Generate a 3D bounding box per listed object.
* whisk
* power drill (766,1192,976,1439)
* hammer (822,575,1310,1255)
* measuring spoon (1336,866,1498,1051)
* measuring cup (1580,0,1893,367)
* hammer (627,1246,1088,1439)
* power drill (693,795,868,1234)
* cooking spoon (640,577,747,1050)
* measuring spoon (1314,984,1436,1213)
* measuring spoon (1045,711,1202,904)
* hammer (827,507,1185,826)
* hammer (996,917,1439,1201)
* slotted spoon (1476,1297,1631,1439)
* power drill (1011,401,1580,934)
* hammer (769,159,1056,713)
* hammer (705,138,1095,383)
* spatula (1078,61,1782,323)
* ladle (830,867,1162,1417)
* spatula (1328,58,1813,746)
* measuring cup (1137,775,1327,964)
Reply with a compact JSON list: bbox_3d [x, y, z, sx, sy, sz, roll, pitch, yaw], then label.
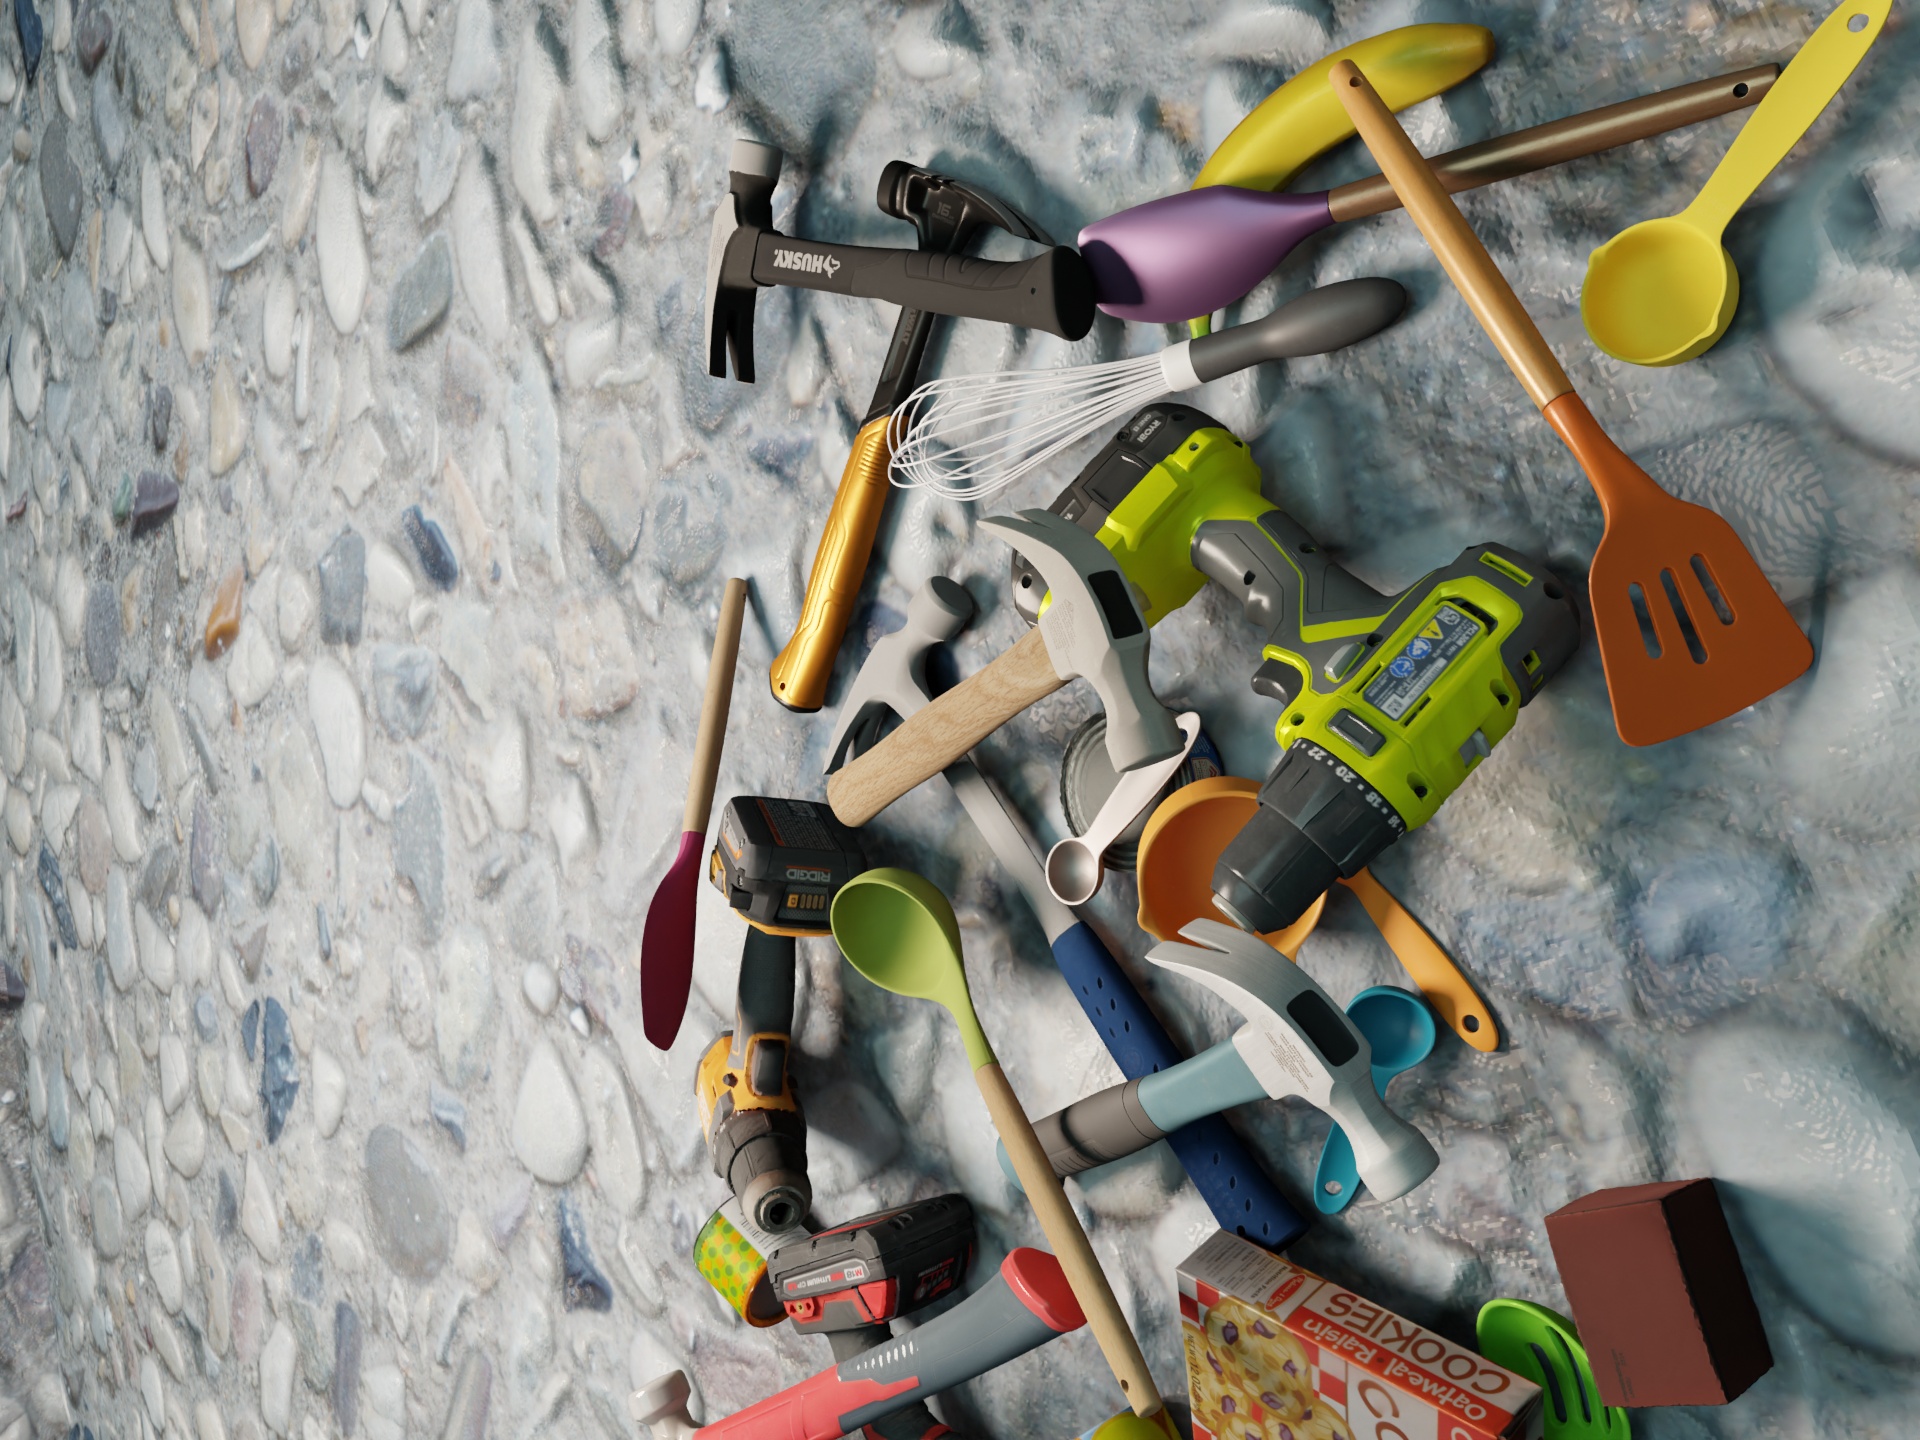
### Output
[{"bbox_3d":[0.083,-0.169,0.796,0.284,0.070,0.070,-13,82,30],"label":"whisk"},{"bbox_3d":[-0.010,0.396,0.909,0.188,0.080,0.227,-28,75,41],"label":"power drill"},{"bbox_3d":[0.050,0.112,0.868,0.144,0.035,0.406,-52,58,31],"label":"hammer"},{"bbox_3d":[0.206,0.104,0.733,0.021,0.011,0.117,-53,57,31],"label":"measuring spoon"},{"bbox_3d":[0.307,-0.208,0.619,0.062,0.029,0.156,49,118,32],"label":"measuring cup"},{"bbox_3d":[-0.055,0.387,0.875,0.386,0.038,0.143,-40,71,38],"label":"hammer"},{"bbox_3d":[-0.112,0.177,0.957,0.185,0.084,0.226,-137,55,-69],"label":"power drill"},{"bbox_3d":[-0.163,0.048,1.001,0.017,0.068,0.319,-2,63,15],"label":"cooking spoon"},{"bbox_3d":[0.190,0.177,0.750,0.042,0.021,0.128,16,114,11],"label":"measuring spoon"},{"bbox_3d":[0.086,0.044,0.801,0.124,0.018,0.034,-54,55,22],"label":"measuring spoon"},{"bbox_3d":[-0.001,-0.003,0.790,0.331,0.031,0.130,-35,71,61],"label":"hammer"},{"bbox_3d":[0.089,0.185,0.751,0.128,0.033,0.331,56,151,10],"label":"hammer"},{"bbox_3d":[0.282,0.395,0.659,0.070,0.031,0.314,-28,73,59],"label":"slotted spoon"},{"bbox_3d":[0.130,-0.030,0.717,0.190,0.080,0.229,-47,53,-2],"label":"power drill"},{"bbox_3d":[-0.048,-0.154,0.956,0.127,0.034,0.336,36,116,38],"label":"hammer"},{"bbox_3d":[-0.047,-0.247,0.902,0.335,0.035,0.146,25,107,46],"label":"hammer"},{"bbox_3d":[0.191,-0.234,0.709,0.316,0.018,0.059,-6,112,36],"label":"spatula"},{"bbox_3d":[0.013,0.201,0.803,0.321,0.062,0.078,60,144,40],"label":"ladle"},{"bbox_3d":[0.231,-0.145,0.653,0.081,0.041,0.323,-26,71,3],"label":"spatula"},{"bbox_3d":[0.147,0.107,0.767,0.095,0.052,0.173,-26,100,8],"label":"measuring cup"}]
